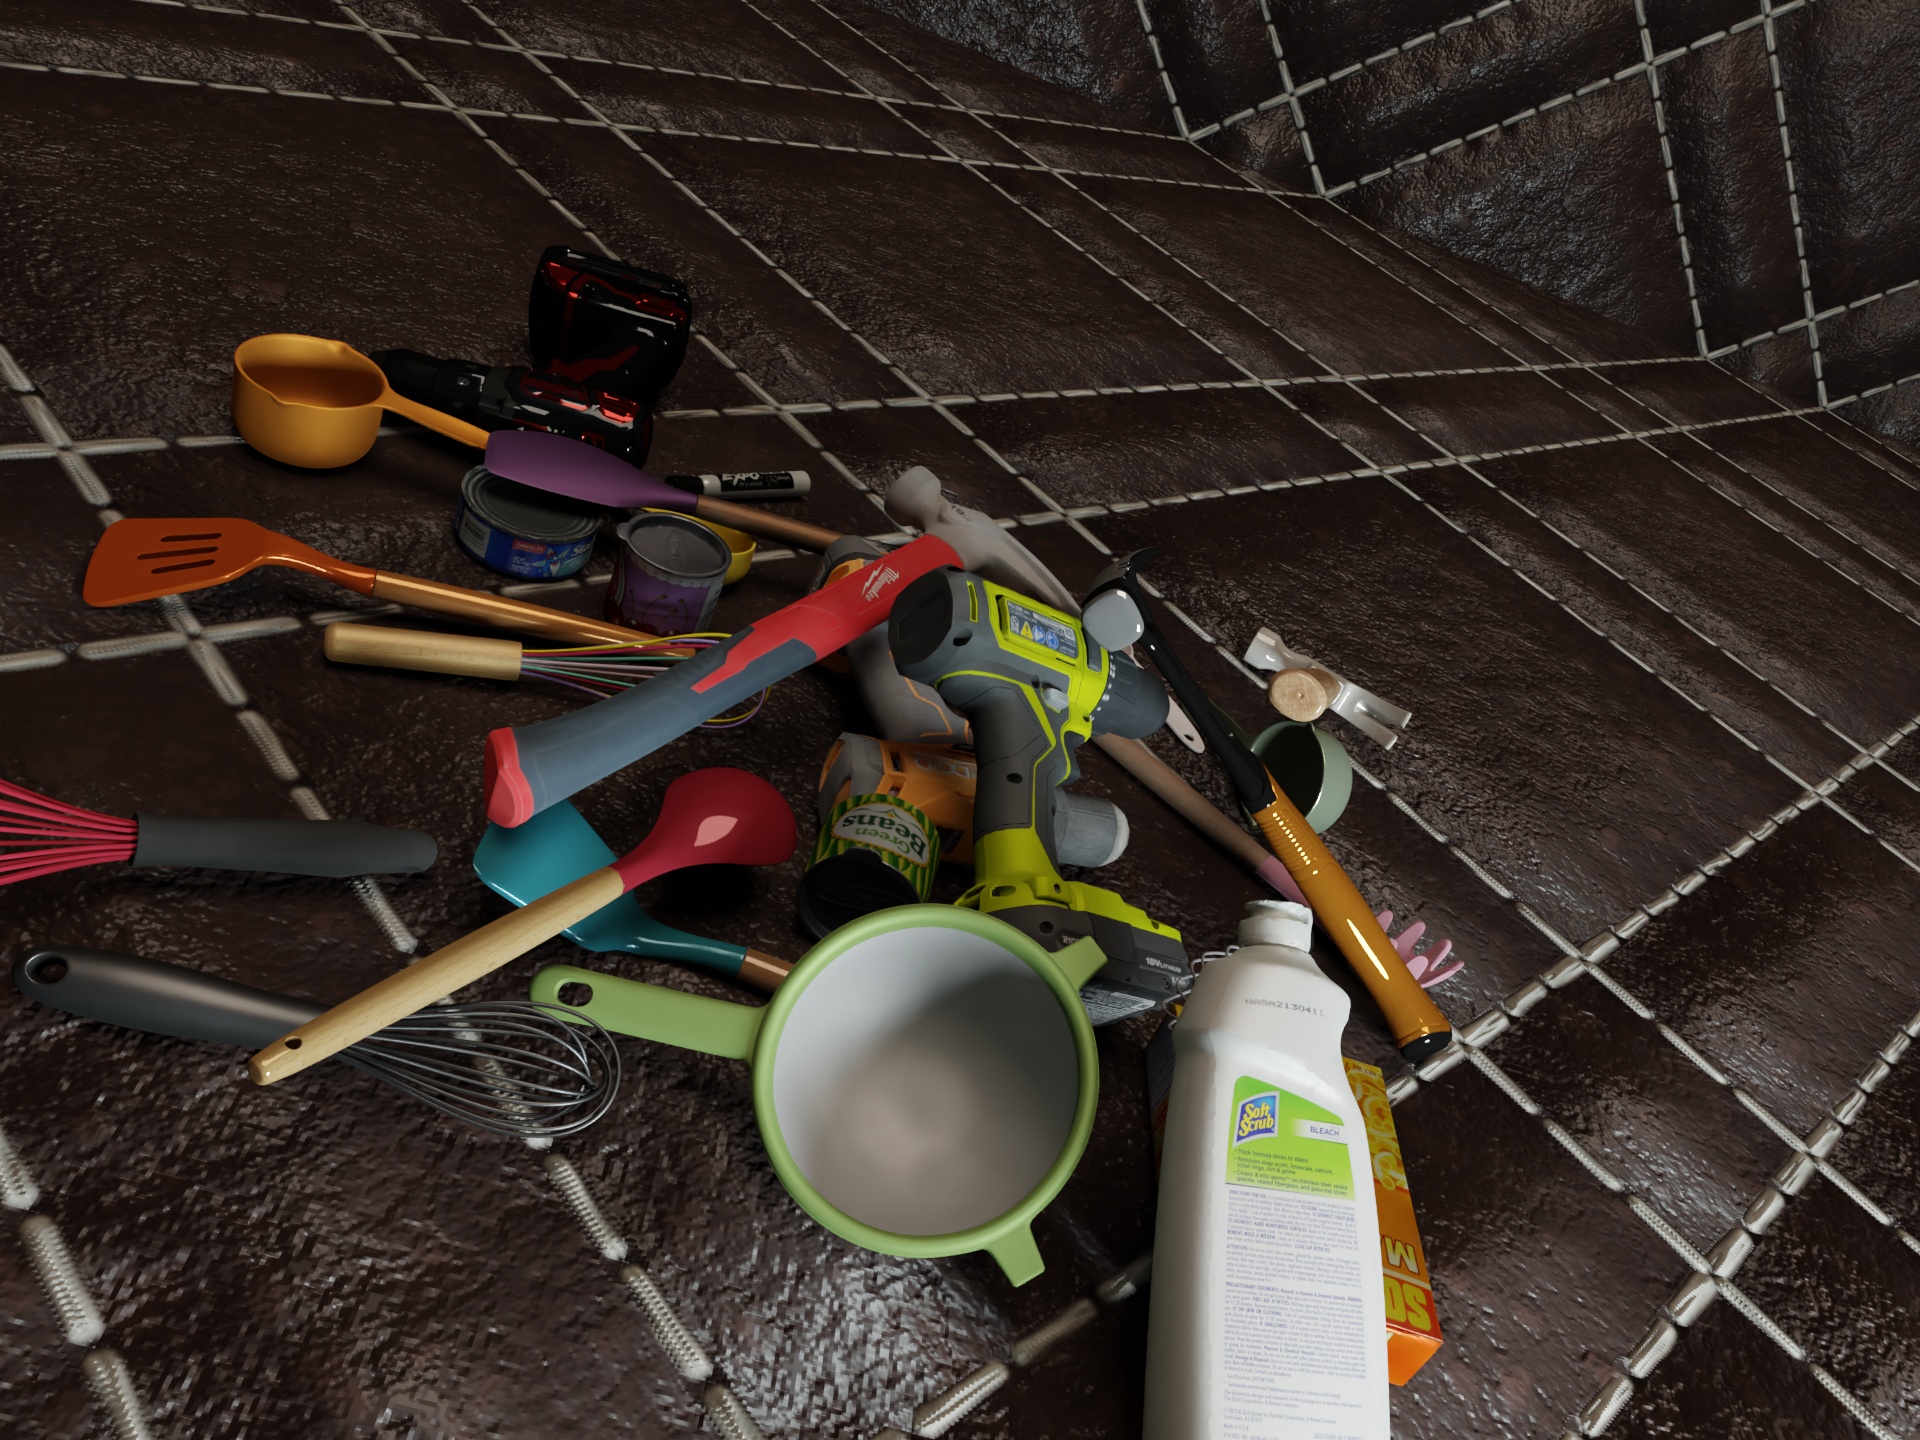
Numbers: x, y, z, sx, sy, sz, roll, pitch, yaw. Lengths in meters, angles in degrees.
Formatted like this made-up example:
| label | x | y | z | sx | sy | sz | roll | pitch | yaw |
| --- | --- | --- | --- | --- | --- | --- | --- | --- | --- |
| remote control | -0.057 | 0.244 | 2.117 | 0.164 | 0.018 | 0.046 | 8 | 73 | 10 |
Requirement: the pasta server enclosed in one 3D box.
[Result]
| label | x | y | z | sx | sy | sz | roll | pitch | yaw |
| --- | --- | --- | --- | --- | --- | --- | --- | --- | --- |
| pasta server | 0.177 | 0.069 | 1.014 | 0.316 | 0.040 | 0.060 | 40 | 23 | 23 |

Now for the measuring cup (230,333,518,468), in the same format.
| label | x | y | z | sx | sy | sz | roll | pitch | yaw |
| --- | --- | --- | --- | --- | --- | --- | --- | --- | --- |
| measuring cup | -0.364 | -0.179 | 0.987 | 0.173 | 0.052 | 0.095 | 21 | 33 | -10 |

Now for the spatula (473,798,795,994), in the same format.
| label | x | y | z | sx | sy | sz | roll | pitch | yaw |
| --- | --- | --- | --- | --- | --- | --- | --- | --- | --- |
| spatula | -0.078 | 0.120 | 0.766 | 0.317 | 0.044 | 0.082 | 23 | 31 | -6 |

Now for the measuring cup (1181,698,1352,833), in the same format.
| label | x | y | z | sx | sy | sz | roll | pitch | yaw |
| --- | --- | --- | --- | --- | --- | --- | --- | --- | --- |
| measuring cup | 0.206 | 0.021 | 1.086 | 0.038 | 0.083 | 0.168 | 15 | 18 | -31 |

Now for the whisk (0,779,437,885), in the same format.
| label | x | y | z | sx | sy | sz | roll | pitch | yaw |
| --- | --- | --- | --- | --- | --- | --- | --- | --- | --- |
| whisk | -0.366 | 0.048 | 0.662 | 0.295 | 0.073 | 0.073 | 6 | 37 | -36 |

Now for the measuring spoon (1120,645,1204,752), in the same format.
| label | x | y | z | sx | sy | sz | roll | pitch | yaw |
| --- | --- | --- | --- | --- | --- | --- | --- | --- | --- |
| measuring spoon | 0.131 | -0.019 | 1.131 | 0.034 | 0.018 | 0.124 | -11 | 55 | -43 |

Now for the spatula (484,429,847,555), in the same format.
| label | x | y | z | sx | sy | sz | roll | pitch | yaw |
| --- | --- | --- | --- | --- | --- | --- | --- | --- | --- |
| spatula | -0.148 | -0.134 | 1.033 | 0.315 | 0.018 | 0.060 | 14 | 41 | -21 |

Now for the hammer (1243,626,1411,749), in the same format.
| label | x | y | z | sx | sy | sz | roll | pitch | yaw |
| --- | --- | --- | --- | --- | --- | --- | --- | --- | --- |
| hammer | 0.240 | -0.020 | 1.074 | 0.130 | 0.031 | 0.331 | 32 | 10 | 12 |

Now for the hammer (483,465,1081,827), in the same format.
| label | x | y | z | sx | sy | sz | roll | pitch | yaw |
| --- | --- | --- | --- | --- | --- | --- | --- | --- | --- |
| hammer | -0.086 | -0.030 | 0.850 | 0.143 | 0.038 | 0.386 | 42 | 43 | 13 |

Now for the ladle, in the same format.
| label | x | y | z | sx | sy | sz | roll | pitch | yaw |
| --- | --- | --- | --- | --- | --- | --- | --- | --- | --- |
| ladle | -0.172 | 0.080 | 0.697 | 0.069 | 0.031 | 0.315 | 39 | 33 | 15 |

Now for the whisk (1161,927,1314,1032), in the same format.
| label | x | y | z | sx | sy | sz | roll | pitch | yaw |
| --- | --- | --- | --- | --- | --- | --- | --- | --- | --- |
| whisk | 0.160 | 0.132 | 0.834 | 0.070 | 0.070 | 0.284 | 34 | 12 | 13 |

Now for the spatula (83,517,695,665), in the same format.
| label | x | y | z | sx | sy | sz | roll | pitch | yaw |
| --- | --- | --- | --- | --- | --- | --- | --- | --- | --- |
| spatula | -0.307 | -0.064 | 0.893 | 0.322 | 0.041 | 0.081 | 13 | 34 | -26 |

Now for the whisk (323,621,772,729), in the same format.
| label | x | y | z | sx | sy | sz | roll | pitch | yaw |
| --- | --- | --- | --- | --- | --- | --- | --- | --- | --- |
| whisk | -0.224 | -0.035 | 0.887 | 0.245 | 0.047 | 0.051 | 6 | 39 | -22 |

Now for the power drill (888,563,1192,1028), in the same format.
| label | x | y | z | sx | sy | sz | roll | pitch | yaw |
| --- | --- | --- | --- | --- | --- | --- | --- | --- | --- |
| power drill | 0.054 | 0.042 | 0.845 | 0.190 | 0.080 | 0.229 | 20 | 54 | -40 |

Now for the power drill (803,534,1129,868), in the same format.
| label | x | y | z | sx | sy | sz | roll | pitch | yaw |
| --- | --- | --- | --- | --- | --- | --- | --- | --- | --- |
| power drill | -0.002 | -0.003 | 0.960 | 0.185 | 0.084 | 0.226 | 12 | 39 | -23 |

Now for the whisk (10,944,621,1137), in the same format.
| label | x | y | z | sx | sy | sz | roll | pitch | yaw |
| --- | --- | --- | --- | --- | --- | --- | --- | --- | --- |
| whisk | -0.256 | 0.123 | 0.642 | 0.239 | 0.055 | 0.055 | 14 | 34 | -10 |

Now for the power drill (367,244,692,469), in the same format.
| label | x | y | z | sx | sy | sz | roll | pitch | yaw |
| --- | --- | --- | --- | --- | --- | --- | --- | --- | --- |
| power drill | -0.292 | -0.250 | 1.109 | 0.188 | 0.080 | 0.227 | 15 | 36 | -5 |

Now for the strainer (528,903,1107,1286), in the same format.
| label | x | y | z | sx | sy | sz | roll | pitch | yaw |
| --- | --- | --- | --- | --- | --- | --- | --- | --- | --- |
| strainer | -0.066 | 0.153 | 0.717 | 0.256 | 0.069 | 0.152 | 11 | 68 | 7 |

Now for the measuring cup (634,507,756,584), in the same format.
| label | x | y | z | sx | sy | sz | roll | pitch | yaw |
| --- | --- | --- | --- | --- | --- | --- | --- | --- | --- |
| measuring cup | -0.205 | -0.129 | 1.055 | 0.157 | 0.029 | 0.062 | 25 | 28 | 21 |

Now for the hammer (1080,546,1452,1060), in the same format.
| label | x | y | z | sx | sy | sz | roll | pitch | yaw |
| --- | --- | --- | --- | --- | --- | --- | --- | --- | --- |
| hammer | 0.178 | 0.051 | 0.905 | 0.337 | 0.034 | 0.127 | 55 | 21 | -8 |
